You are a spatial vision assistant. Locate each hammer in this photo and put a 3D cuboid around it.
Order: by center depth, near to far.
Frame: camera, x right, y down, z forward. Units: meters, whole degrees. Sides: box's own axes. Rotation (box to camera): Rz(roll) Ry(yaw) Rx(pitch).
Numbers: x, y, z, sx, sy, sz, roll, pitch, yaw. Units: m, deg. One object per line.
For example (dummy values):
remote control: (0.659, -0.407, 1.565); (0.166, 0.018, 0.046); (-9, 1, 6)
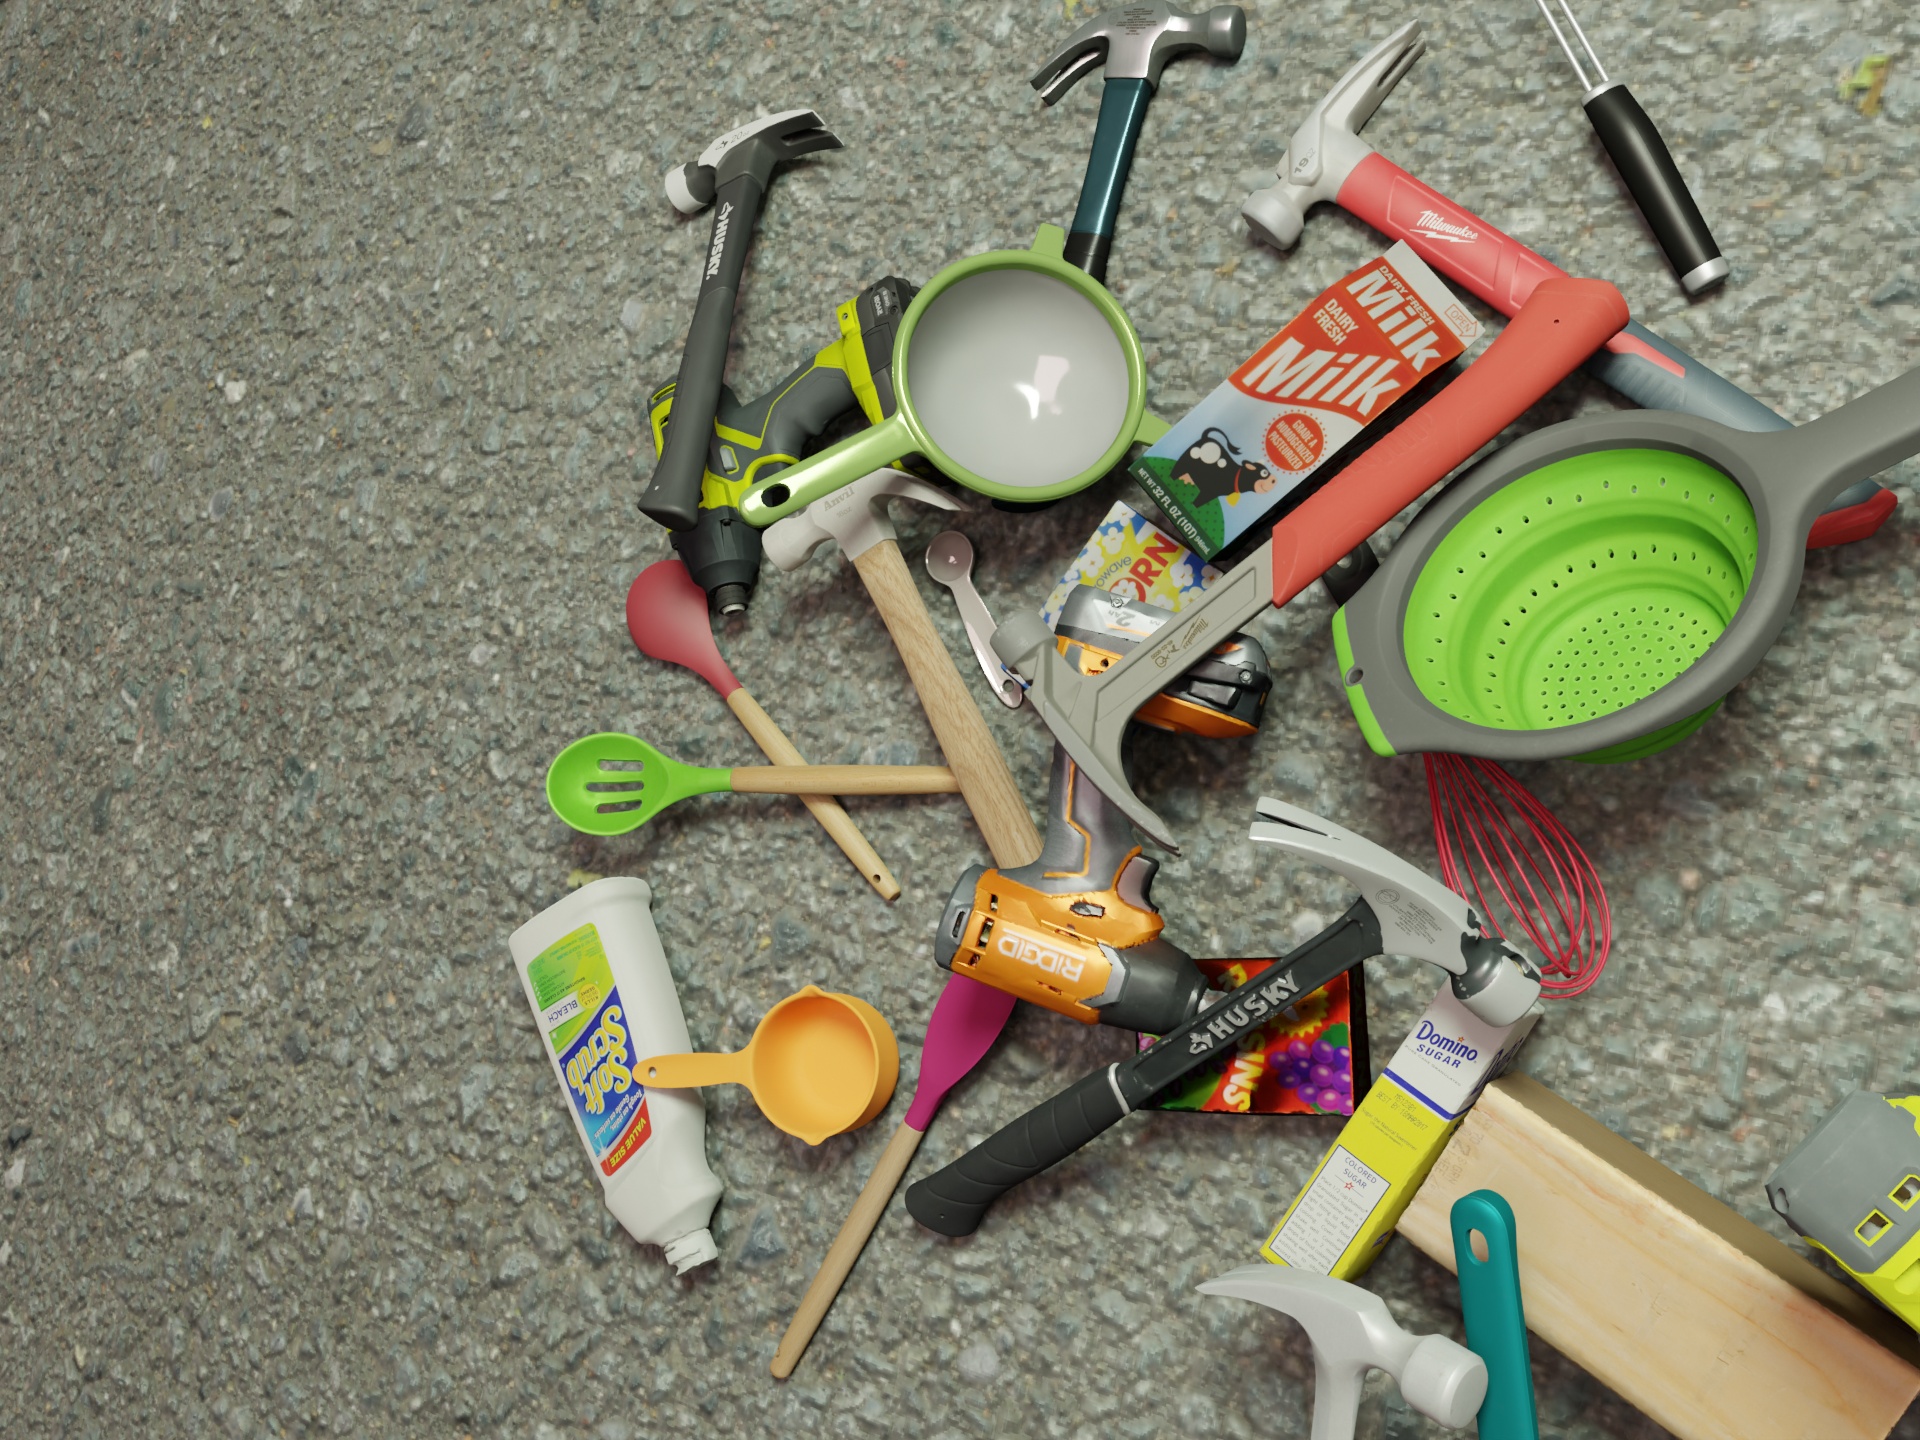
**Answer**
hammer: (0.163, 0.458, 0.771); (0.144, 0.035, 0.405); (16, 107, 49)
hammer: (0.195, -0.094, 0.809); (0.359, 0.036, 0.149); (-38, 72, 1)
hammer: (0.092, 0.182, 0.830); (0.149, 0.036, 0.409); (40, 129, -8)
hammer: (0.336, -0.232, 0.857); (0.387, 0.038, 0.143); (45, 101, 26)
hammer: (-0.002, -0.003, 0.959); (0.130, 0.031, 0.331); (-30, 81, 28)
hammer: (0.079, -0.290, 1.000); (0.128, 0.033, 0.331); (14, 88, 27)
hammer: (-0.160, -0.268, 1.053); (0.146, 0.035, 0.335); (-14, 56, 33)

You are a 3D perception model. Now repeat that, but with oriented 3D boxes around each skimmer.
skimmer: (0.327, -0.390, 0.892); (0.127, 0.090, 0.363); (-26, 81, 10)

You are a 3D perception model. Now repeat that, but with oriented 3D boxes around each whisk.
whisk: (0.258, 0.011, 0.850); (0.073, 0.073, 0.296); (-31, 63, 20)

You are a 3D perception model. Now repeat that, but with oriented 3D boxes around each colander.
colander: (0.378, -0.082, 0.751); (0.397, 0.094, 0.205); (-29, 41, 24)

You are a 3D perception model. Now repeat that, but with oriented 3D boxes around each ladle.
ladle: (-0.137, 0.002, 1.069); (0.069, 0.031, 0.316); (-46, 66, 12)

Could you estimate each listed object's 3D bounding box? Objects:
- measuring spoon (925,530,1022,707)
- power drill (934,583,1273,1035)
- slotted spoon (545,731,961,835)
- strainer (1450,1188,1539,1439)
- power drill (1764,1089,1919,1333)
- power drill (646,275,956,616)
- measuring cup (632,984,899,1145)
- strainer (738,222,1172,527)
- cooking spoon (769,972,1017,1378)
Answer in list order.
measuring spoon: (0.013, -0.064, 1.011); (0.034, 0.018, 0.124); (-29, 77, 22)
power drill: (0.095, 0.056, 0.870); (0.164, 0.084, 0.226); (19, 90, 16)
slotted spoon: (-0.122, 0.041, 1.028); (0.314, 0.031, 0.070); (-1, 79, 17)
strainer: (0.278, 0.374, 0.727); (0.211, 0.095, 0.340); (-7, 91, 50)
power drill: (0.420, 0.227, 0.630); (0.191, 0.228, 0.080); (43, 102, 26)
power drill: (-0.102, -0.180, 1.054); (0.223, 0.080, 0.171); (-22, 71, 26)
measuring cup: (-0.120, 0.218, 1.002); (0.173, 0.052, 0.095); (-7, 78, 21)
strainer: (-0.015, -0.171, 0.935); (0.256, 0.069, 0.151); (-28, 88, -11)
cooking spoon: (-0.040, 0.269, 0.976); (0.319, 0.017, 0.069); (-62, 32, 7)
